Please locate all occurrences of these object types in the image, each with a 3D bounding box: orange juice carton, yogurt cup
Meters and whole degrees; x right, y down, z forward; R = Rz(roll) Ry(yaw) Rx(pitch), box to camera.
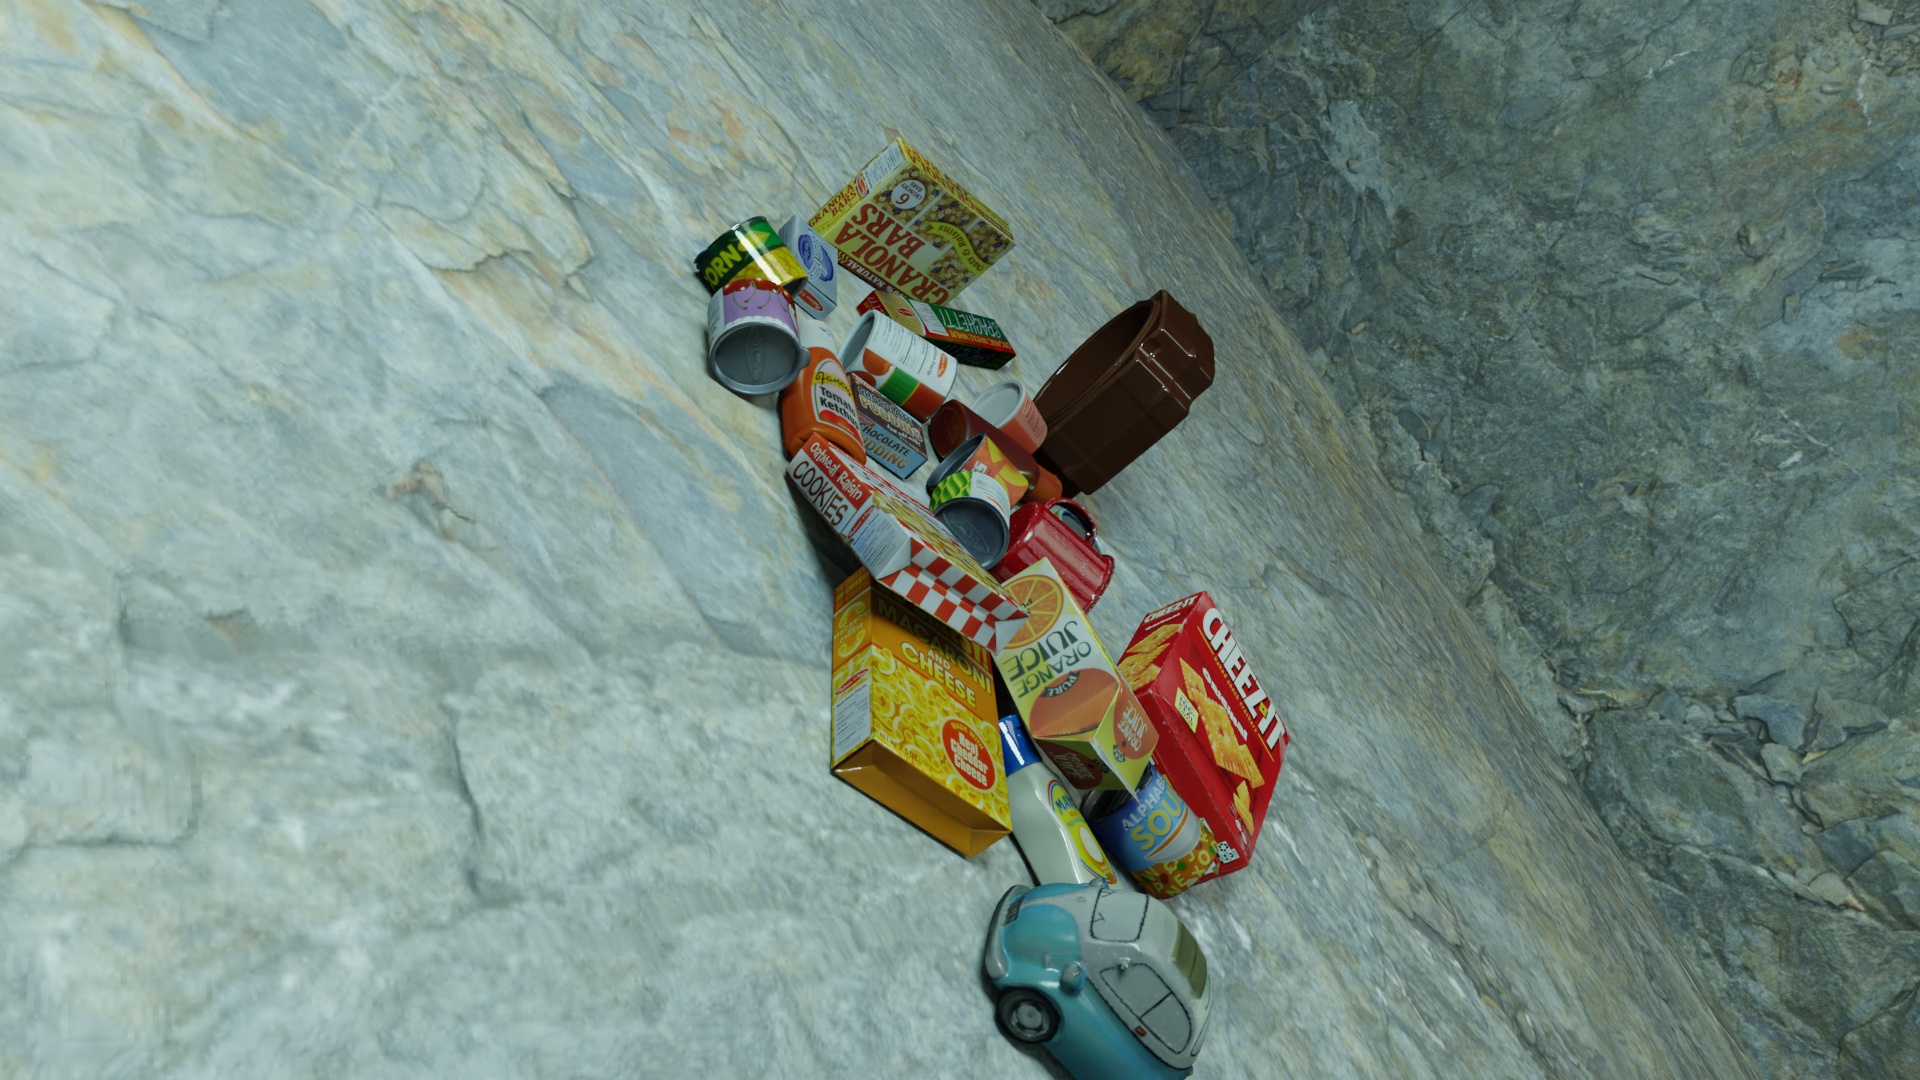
[{"bbox_3d":[0.078,0.105,0.995,0.071,0.073,0.193,54,6,-39],"label":"orange juice carton"},{"bbox_3d":[0.046,-0.111,1.318,0.054,0.072,0.073,47,22,-33],"label":"yogurt cup"}]

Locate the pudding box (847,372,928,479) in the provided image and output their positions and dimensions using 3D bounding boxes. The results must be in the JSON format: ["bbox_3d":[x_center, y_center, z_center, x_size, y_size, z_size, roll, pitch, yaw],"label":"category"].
[{"bbox_3d":[-0.066,-0.092,1.125,0.083,0.030,0.050,36,28,-34],"label":"pudding box"}]

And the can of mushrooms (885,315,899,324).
[{"bbox_3d":[-0.062,-0.162,1.228,0.071,0.033,0.071,42,25,-24],"label":"can of mushrooms"}]

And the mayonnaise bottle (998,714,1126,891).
[{"bbox_3d":[0.059,0.190,0.942,0.148,0.041,0.065,61,21,19],"label":"mayonnaise bottle"}]

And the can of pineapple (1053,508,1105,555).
[{"bbox_3d":[0.086,0.012,1.222,0.071,0.057,0.071,41,26,-25],"label":"can of pineapple"}]

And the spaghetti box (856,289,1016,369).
[{"bbox_3d":[-0.017,-0.206,1.377,0.050,0.028,0.250,59,24,14],"label":"spaghetti box"}]

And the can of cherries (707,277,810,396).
[{"bbox_3d":[-0.147,-0.148,1.007,0.071,0.071,0.059,34,28,-37],"label":"can of cherries"}]

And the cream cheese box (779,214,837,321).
[{"bbox_3d":[-0.134,-0.240,1.217,0.053,0.024,0.104,39,27,-30],"label":"cream cheese box"}]

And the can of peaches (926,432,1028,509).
[{"bbox_3d":[0.014,-0.047,1.164,0.058,0.071,0.071,47,24,-15],"label":"can of peaches"}]

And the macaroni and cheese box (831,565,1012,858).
[{"bbox_3d":[-0.026,0.106,0.905,0.123,0.040,0.167,39,26,-29],"label":"macaroni and cheese box"}]

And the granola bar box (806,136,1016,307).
[{"bbox_3d":[-0.046,-0.295,1.330,0.165,0.124,0.039,27,34,-45],"label":"granola bar box"}]

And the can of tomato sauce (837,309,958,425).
[{"bbox_3d":[-0.056,-0.143,1.161,0.083,0.071,0.071,29,31,-24],"label":"can of tomato sauce"}]

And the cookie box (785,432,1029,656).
[{"bbox_3d":[-0.040,0.001,0.958,0.123,0.040,0.168,35,7,-39],"label":"cookie box"}]

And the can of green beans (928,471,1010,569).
[{"bbox_3d":[0.006,-0.015,1.098,0.071,0.071,0.058,46,18,-16],"label":"can of green beans"}]

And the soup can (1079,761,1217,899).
[{"bbox_3d":[0.141,0.212,1.026,0.083,0.071,0.071,49,23,-10],"label":"soup can"}]

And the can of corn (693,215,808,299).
[{"bbox_3d":[-0.161,-0.205,1.069,0.058,0.071,0.071,53,23,1],"label":"can of corn"}]

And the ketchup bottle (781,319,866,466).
[{"bbox_3d":[-0.109,-0.111,1.059,0.064,0.043,0.149,34,29,-36],"label":"ketchup bottle"}]

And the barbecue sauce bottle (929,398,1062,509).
[{"bbox_3d":[0.036,-0.072,1.268,0.148,0.043,0.065,30,32,-42],"label":"barbecue sauce bottle"}]
